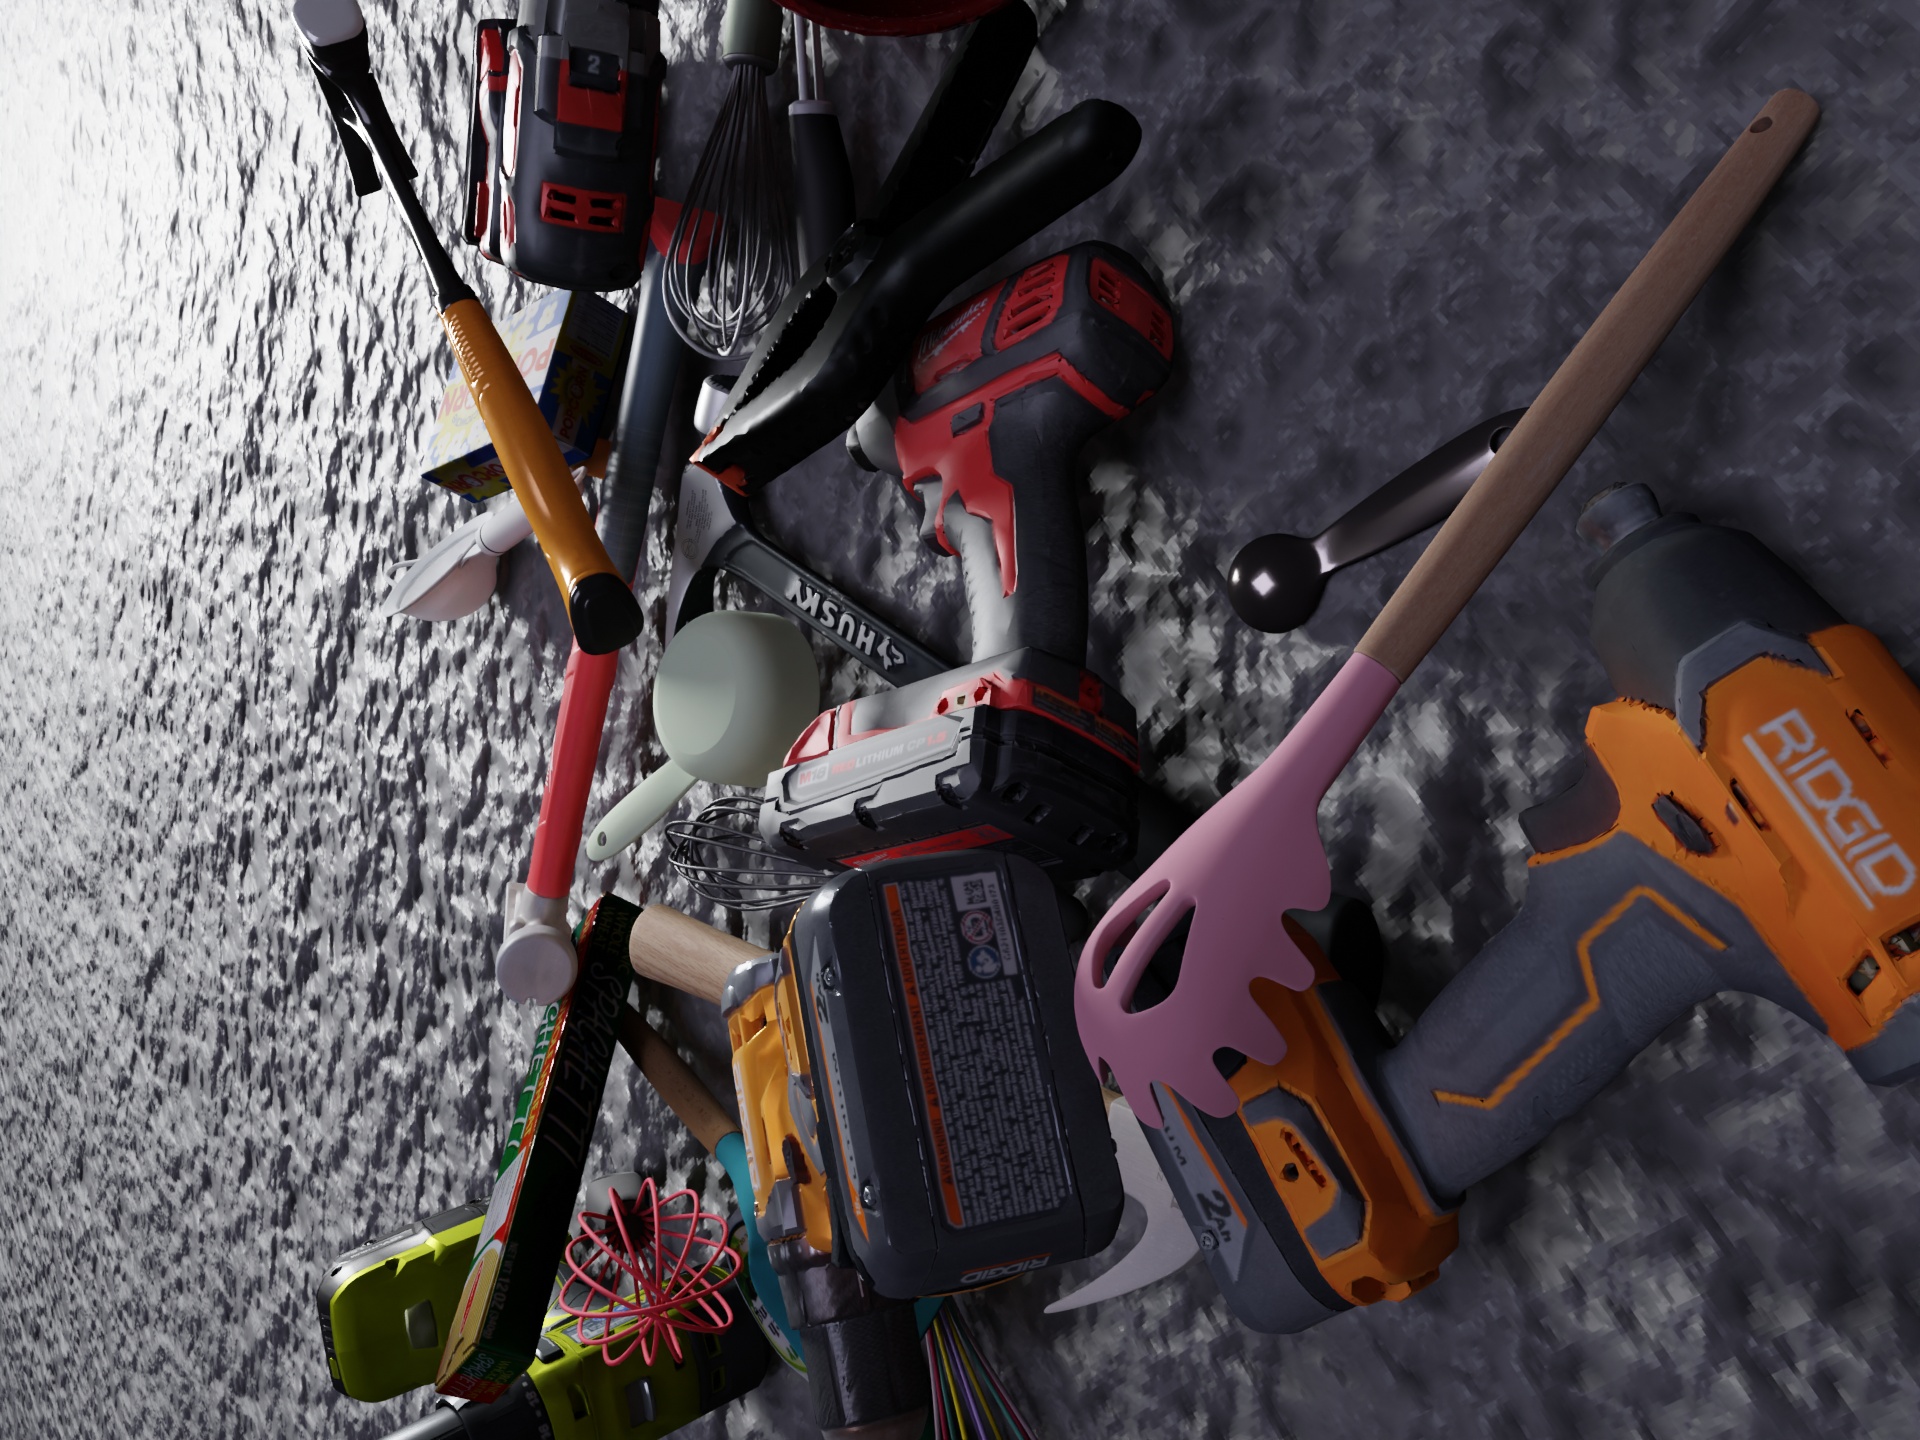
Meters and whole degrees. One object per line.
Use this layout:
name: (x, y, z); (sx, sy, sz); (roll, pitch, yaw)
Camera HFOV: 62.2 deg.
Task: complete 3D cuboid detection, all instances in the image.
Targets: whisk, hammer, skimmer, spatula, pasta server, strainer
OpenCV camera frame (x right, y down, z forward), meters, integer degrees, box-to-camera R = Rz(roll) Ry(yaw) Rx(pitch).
whisk: (-0.094, -0.284, 0.708); (0.058, 0.059, 0.246); (-160, 76, -75)
hammer: (-0.228, -0.175, 0.748); (0.337, 0.034, 0.127); (62, 166, 15)
skimmer: (-0.086, -0.317, 0.667); (0.090, 0.127, 0.363); (9, 109, 41)
whisk: (-0.004, 0.255, 0.651); (0.051, 0.047, 0.245); (-42, 60, 40)
whisk: (-0.148, 0.232, 0.718); (0.296, 0.073, 0.073); (153, 109, -72)
spatula: (-0.108, 0.191, 0.730); (0.082, 0.044, 0.318); (-57, 32, -5)
hammer: (-0.027, 0.134, 0.650); (0.331, 0.031, 0.130); (12, 95, 41)
pasta server: (0.128, -0.032, 0.417); (0.316, 0.040, 0.060); (-53, 45, -2)
whisk: (-0.043, 0.068, 0.679); (0.239, 0.055, 0.055); (7, 97, 41)
strainer: (-0.257, -0.095, 0.869); (0.050, 0.087, 0.258); (45, 149, -20)
hammer: (-0.001, -0.002, 0.636); (0.409, 0.036, 0.149); (36, 118, 38)
hammer: (-0.179, -0.062, 0.798); (0.143, 0.038, 0.386); (-141, 63, -71)

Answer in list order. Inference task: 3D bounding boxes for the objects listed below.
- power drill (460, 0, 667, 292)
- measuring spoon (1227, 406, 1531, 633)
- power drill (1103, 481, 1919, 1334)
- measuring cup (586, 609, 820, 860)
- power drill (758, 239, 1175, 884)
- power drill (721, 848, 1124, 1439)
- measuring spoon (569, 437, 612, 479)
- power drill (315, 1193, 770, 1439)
power drill: (-0.172, -0.284, 0.700); (0.227, 0.080, 0.188); (-144, 59, -67)
measuring spoon: (0.131, -0.065, 0.507); (0.124, 0.018, 0.034); (-33, 69, 41)
power drill: (0.149, 0.051, 0.432); (0.226, 0.084, 0.164); (-37, 65, 24)
measuring cup: (-0.129, 0.015, 0.699); (0.167, 0.038, 0.083); (-40, 62, 29)
power drill: (0.002, -0.053, 0.560); (0.143, 0.078, 0.220); (-17, 57, 42)
power drill: (-0.024, 0.151, 0.527); (0.226, 0.084, 0.185); (131, 131, -63)
measuring spoon: (-0.205, -0.145, 0.858); (0.117, 0.011, 0.021); (20, 103, 40)
power drill: (-0.230, 0.312, 0.785); (0.228, 0.190, 0.080); (-2, 98, 51)
